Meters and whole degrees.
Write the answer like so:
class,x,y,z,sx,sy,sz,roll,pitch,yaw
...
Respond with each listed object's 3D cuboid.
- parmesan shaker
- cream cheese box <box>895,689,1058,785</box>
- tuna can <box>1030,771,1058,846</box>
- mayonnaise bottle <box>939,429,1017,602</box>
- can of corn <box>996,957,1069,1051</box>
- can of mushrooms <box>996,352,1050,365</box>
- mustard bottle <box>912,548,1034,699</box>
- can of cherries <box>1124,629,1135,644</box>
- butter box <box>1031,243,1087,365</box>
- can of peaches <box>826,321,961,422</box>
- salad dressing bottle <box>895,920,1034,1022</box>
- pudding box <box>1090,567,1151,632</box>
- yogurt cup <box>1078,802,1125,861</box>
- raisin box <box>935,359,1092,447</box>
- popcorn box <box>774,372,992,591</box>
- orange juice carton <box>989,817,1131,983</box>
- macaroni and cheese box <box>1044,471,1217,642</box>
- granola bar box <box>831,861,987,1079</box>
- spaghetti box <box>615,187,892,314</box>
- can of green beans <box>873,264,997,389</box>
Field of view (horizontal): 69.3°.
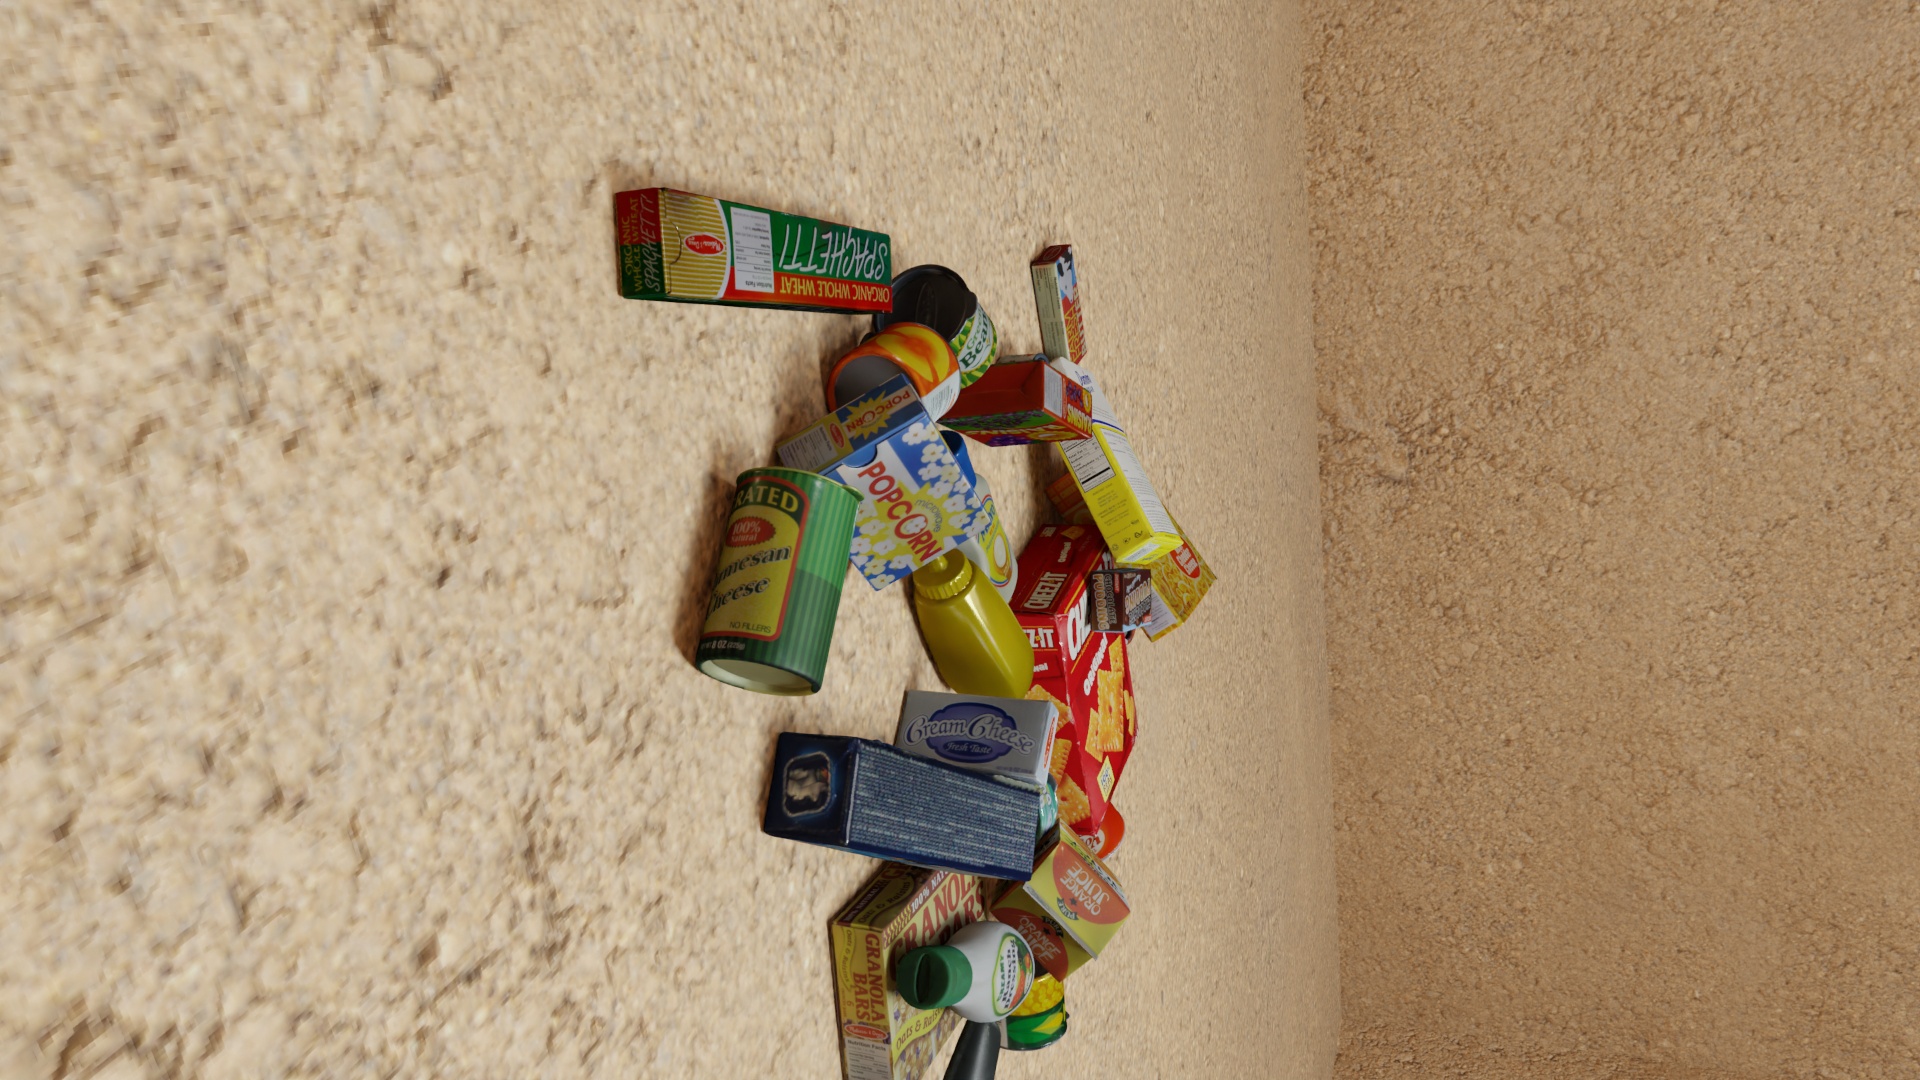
class,x,y,z,sx,sy,sz,roll,pitch,yaw
parmesan shaker,-0.091,0.022,0.713,0.071,0.071,0.103,50,45,-59
cream cheese box,0.010,0.131,0.926,0.024,0.104,0.053,59,39,-56
tuna can,0.039,0.201,1.047,0.033,0.071,0.071,-23,112,-66
mayonnaise bottle,0.004,-0.012,0.991,0.147,0.041,0.065,70,31,-42
can of corn,0.050,0.352,1.080,0.071,0.071,0.058,-31,119,-65
can of mushrooms,0.051,-0.115,1.118,0.071,0.033,0.071,-1,91,-69
mustard bottle,0.003,0.051,0.964,0.049,0.065,0.159,-65,145,-38
can of cherries,0.130,0.061,1.286,0.071,0.058,0.071,0,91,-68
butter box,0.087,-0.203,1.219,0.053,0.024,0.103,-55,140,-54
can of peaches,-0.042,-0.095,0.845,0.058,0.071,0.071,-49,135,-58
salad dressing bottle,0.004,0.277,0.887,0.147,0.044,0.064,33,62,-64
pudding box,0.132,0.048,1.142,0.084,0.030,0.049,-2,92,-67
yogurt cup,0.106,0.246,1.228,0.053,0.072,0.073,64,33,-34
raisin box,0.039,-0.099,1.019,0.123,0.086,0.040,15,72,-68
popcorn box,-0.042,-0.031,0.813,0.038,0.085,0.126,62,3,35
orange juice carton,0.073,0.264,1.023,0.073,0.072,0.192,-44,174,-1
macaroni and cheese box,0.157,-0.003,1.266,0.166,0.040,0.124,54,30,0
granola bar box,-0.029,0.272,0.920,0.166,0.039,0.124,-31,120,-65
spaghetti box,-0.099,-0.149,0.746,0.251,0.028,0.050,-17,107,-67
can of green beans,-0.015,-0.138,0.907,0.057,0.071,0.071,42,52,-62
